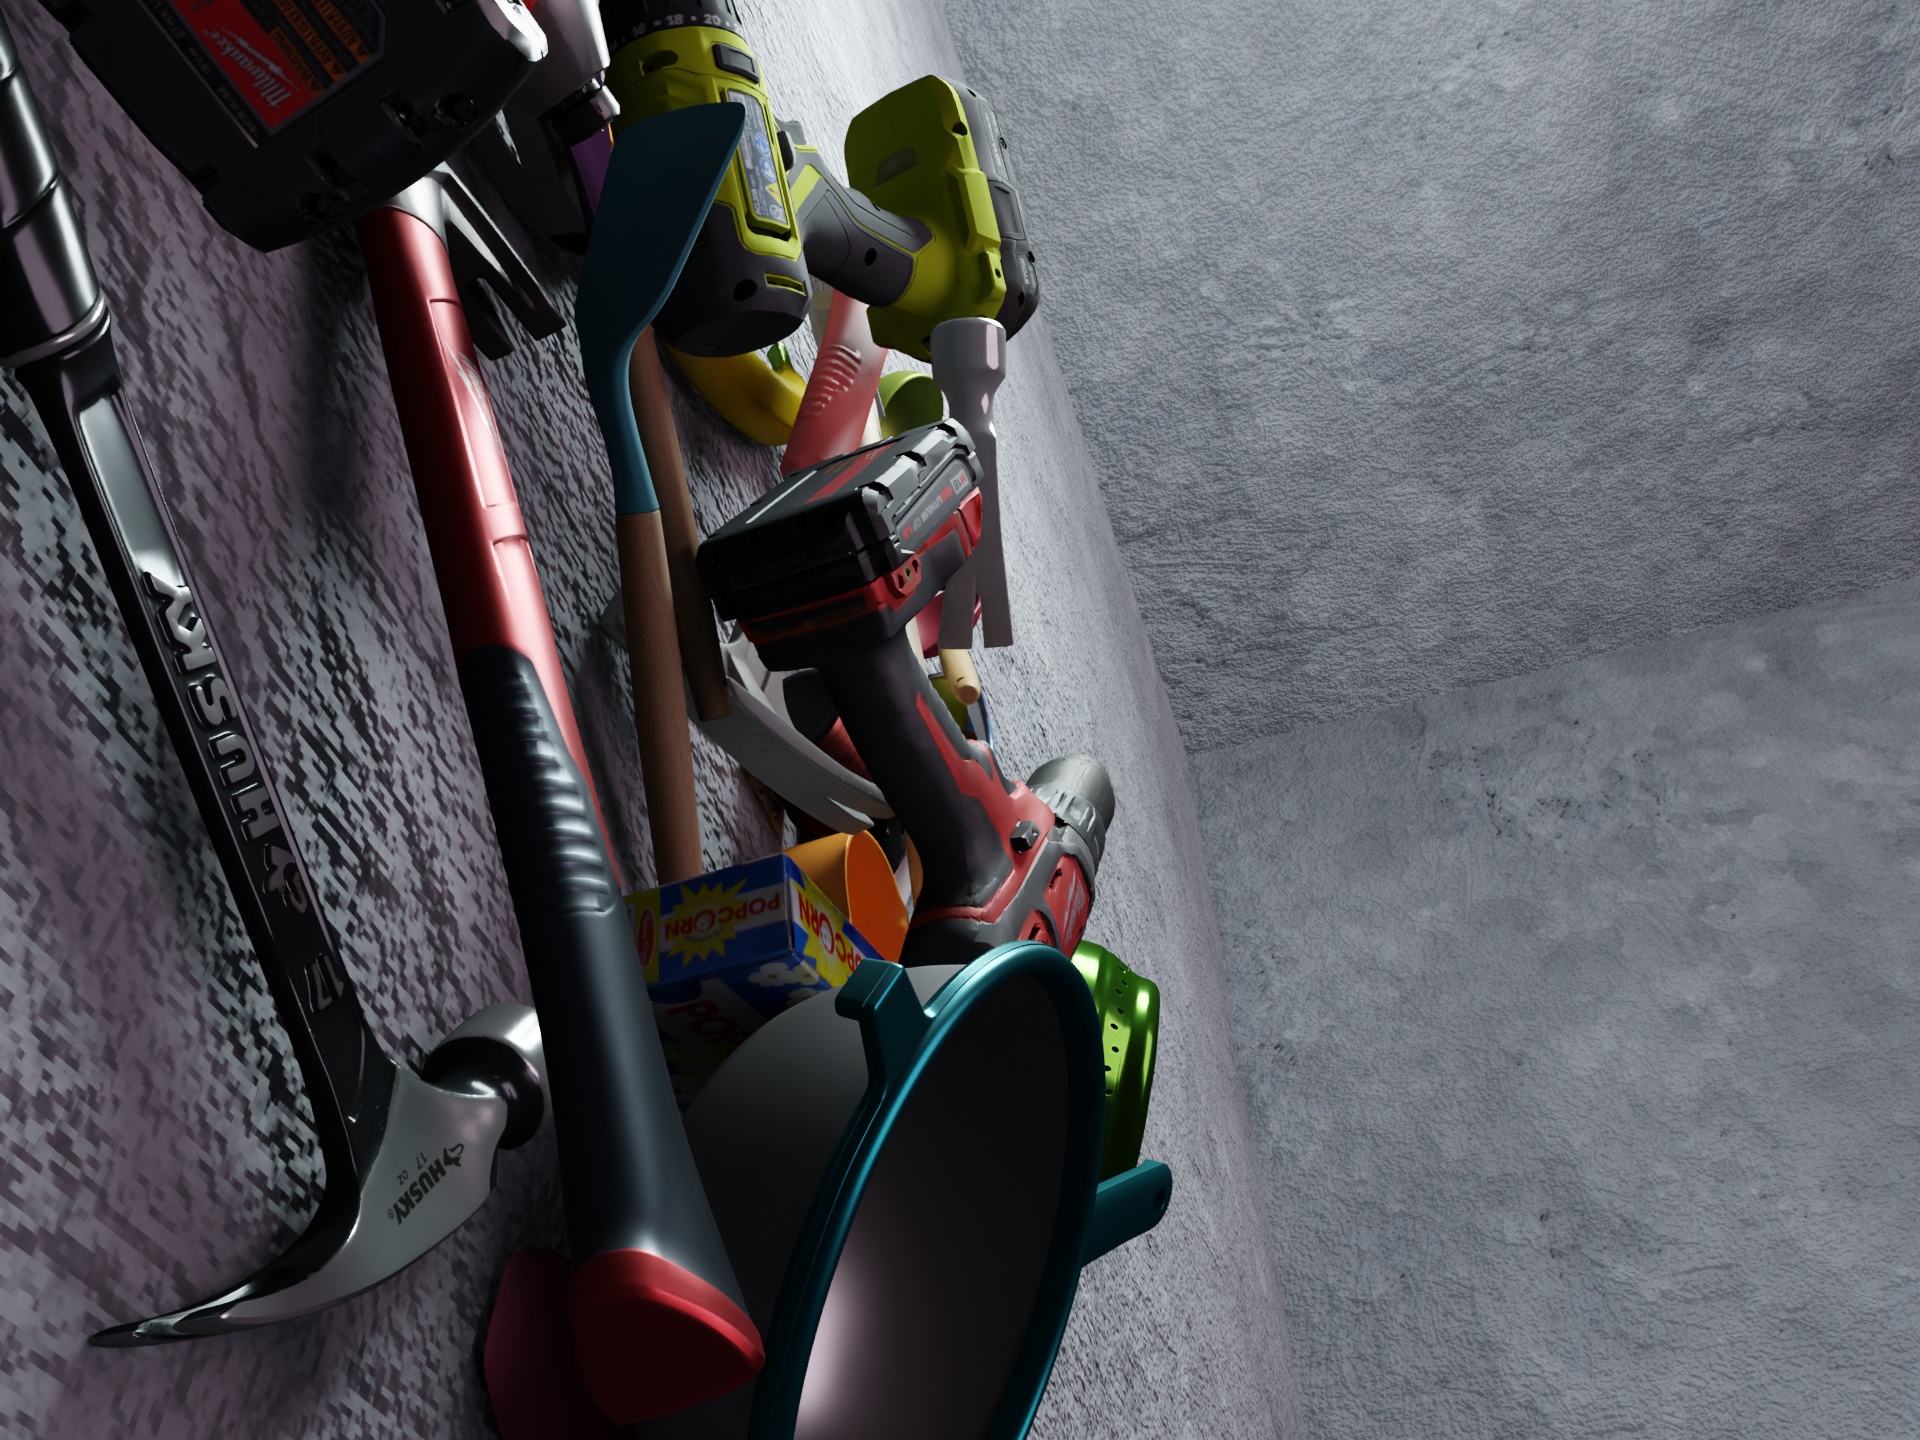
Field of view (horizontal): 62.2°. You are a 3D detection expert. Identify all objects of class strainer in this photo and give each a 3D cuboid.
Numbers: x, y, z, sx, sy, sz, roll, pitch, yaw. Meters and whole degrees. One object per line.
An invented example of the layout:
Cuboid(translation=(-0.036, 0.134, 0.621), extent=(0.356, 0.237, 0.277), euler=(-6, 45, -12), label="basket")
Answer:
Cuboid(translation=(-0.012, 0.171, 0.544), extent=(0.340, 0.095, 0.211), euler=(21, 81, -66), label="strainer")

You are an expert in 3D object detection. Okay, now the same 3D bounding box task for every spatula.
Cuboid(translation=(-0.126, -0.155, 0.598), extent=(0.060, 0.018, 0.316), euler=(-14, 92, -77), label="spatula")
Cuboid(translation=(-0.101, -0.050, 0.564), extent=(0.044, 0.082, 0.317), euler=(-16, 109, -40), label="spatula")

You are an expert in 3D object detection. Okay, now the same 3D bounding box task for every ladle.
Cuboid(translation=(-0.045, -0.119, 1.030), extent=(0.078, 0.062, 0.320), euler=(87, 3, -46), label="ladle")
Cuboid(translation=(-0.005, -0.042, 0.960), extent=(0.031, 0.069, 0.315), euler=(51, 4, -10), label="ladle")

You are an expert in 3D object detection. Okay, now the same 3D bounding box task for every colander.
Cuboid(translation=(0.040, 0.232, 0.783), extent=(0.397, 0.094, 0.204), euler=(-72, 169, -55), label="colander")

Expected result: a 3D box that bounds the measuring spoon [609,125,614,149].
Cuboid(translation=(-0.175, -0.300, 0.740), extent=(0.116, 0.011, 0.021), euler=(56, 23, -59), label="measuring spoon")

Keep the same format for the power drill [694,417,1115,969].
Cuboid(translation=(-0.001, -0.002, 0.653), extent=(0.226, 0.080, 0.188), euler=(67, 27, -18), label="power drill")

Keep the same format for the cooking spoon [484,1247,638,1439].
Cuboid(translation=(-0.070, 0.274, 0.517), extent=(0.069, 0.017, 0.318), euler=(-89, 160, -52), label="cooking spoon")

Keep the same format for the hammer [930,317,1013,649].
Cuboid(translation=(-0.004, -0.104, 0.892), extent=(0.405, 0.035, 0.144), euler=(177, -89, -87), label="hammer")

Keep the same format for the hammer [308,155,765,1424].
Cuboid(translation=(-0.116, -0.013, 0.433), extent=(0.143, 0.038, 0.387), euler=(55, 12, -63), label="hammer")

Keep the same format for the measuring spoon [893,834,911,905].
Cuboid(translation=(-0.038, 0.090, 0.917), extent=(0.124, 0.018, 0.034), euler=(-66, 141, -61), label="measuring spoon")

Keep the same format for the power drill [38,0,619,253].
Cuboid(translation=(-0.148, -0.201, 0.405), extent=(0.143, 0.078, 0.220), euler=(55, 13, -26), label="power drill")

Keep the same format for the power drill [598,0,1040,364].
Cuboid(translation=(-0.066, -0.252, 0.711), extent=(0.228, 0.080, 0.190), euler=(-6, 82, -56), label="power drill")

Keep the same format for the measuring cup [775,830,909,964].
Cuboid(translation=(-0.049, 0.137, 0.704), extent=(0.095, 0.052, 0.173), euler=(3, 74, -78), label="measuring cup")

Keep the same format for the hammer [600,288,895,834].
Cuboid(translation=(-0.059, -0.121, 0.754), extent=(0.149, 0.036, 0.359), euler=(42, 39, -30), label="hammer")

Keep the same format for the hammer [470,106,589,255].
Cuboid(translation=(-0.175, -0.356, 0.630), extent=(0.128, 0.033, 0.331), euler=(-43, 127, -71), label="hammer")

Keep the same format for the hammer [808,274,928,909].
Cuboid(translation=(-0.037, -0.057, 0.863), extent=(0.146, 0.038, 0.411), euler=(78, 0, -63), label="hammer")

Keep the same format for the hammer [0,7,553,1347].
Cuboid(translation=(-0.189, -0.064, 0.335), extent=(0.149, 0.036, 0.409), euler=(-57, 131, -73), label="hammer")
